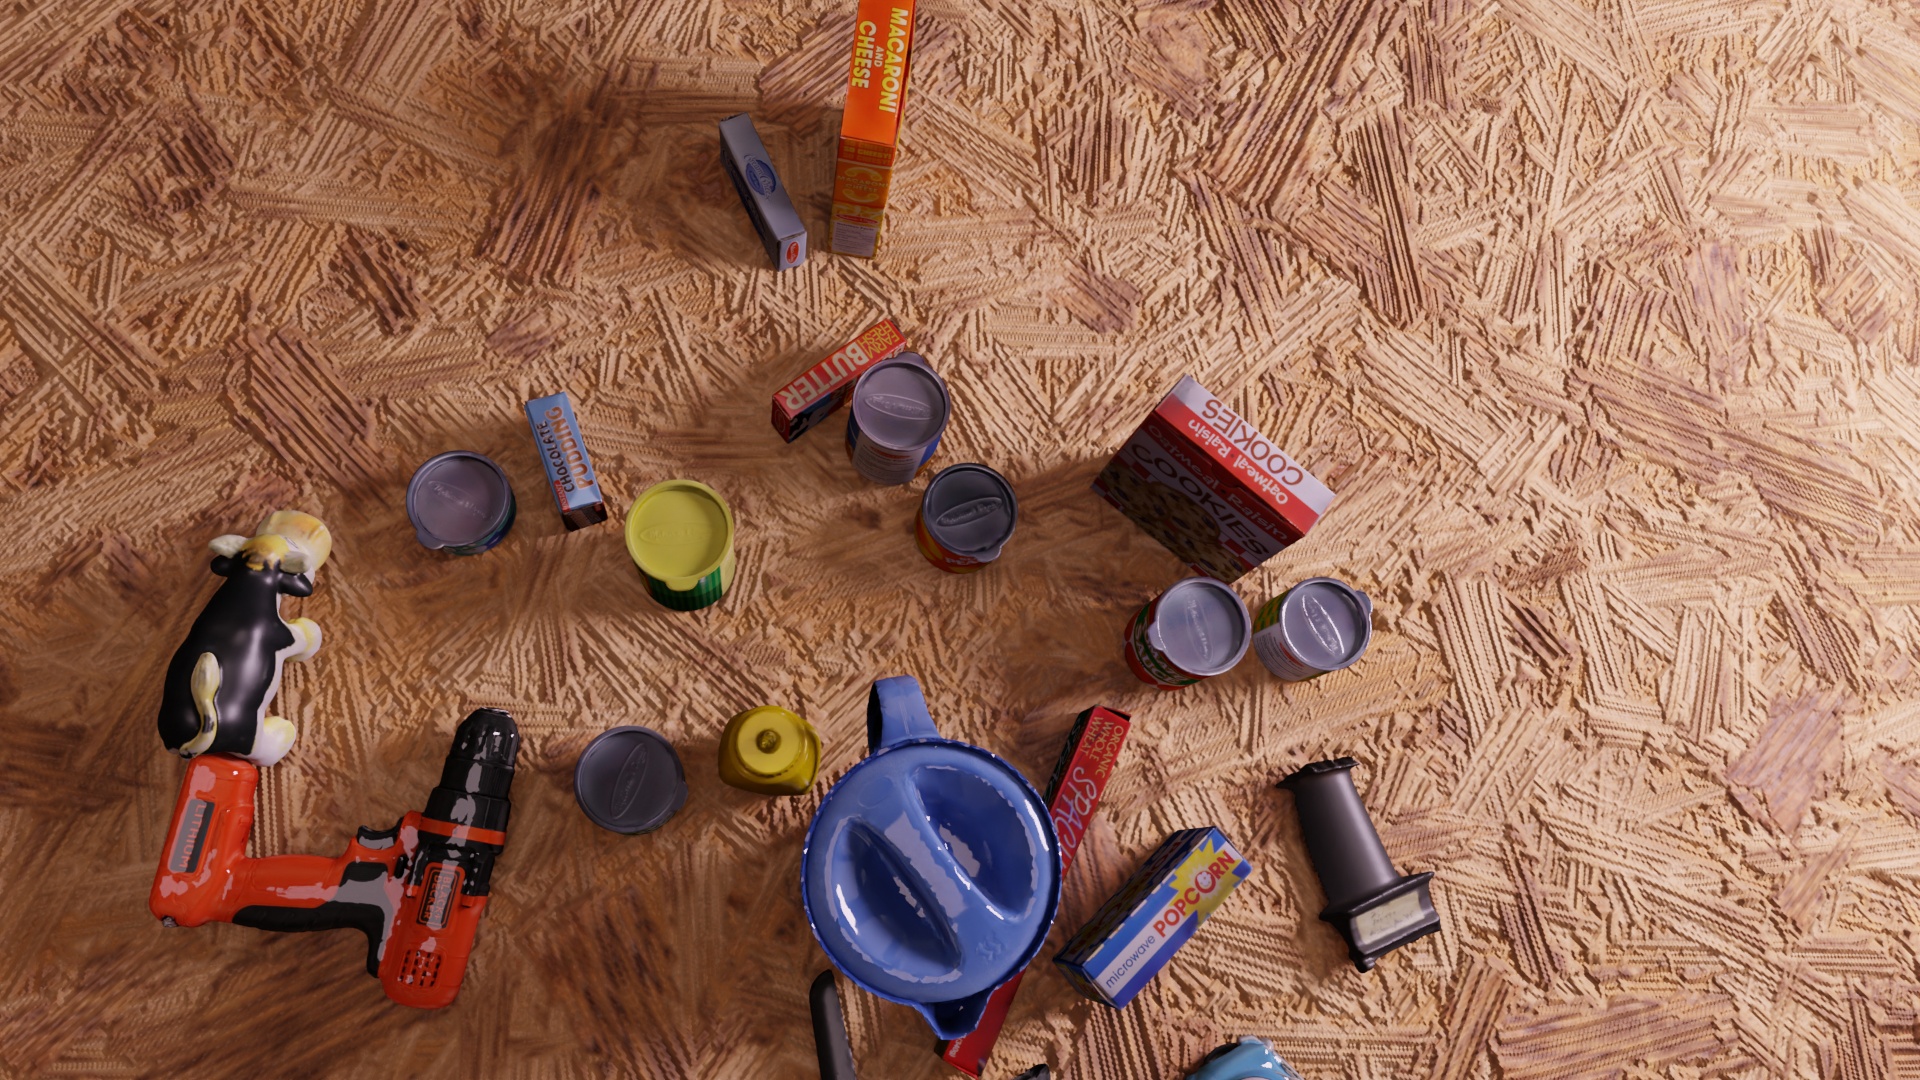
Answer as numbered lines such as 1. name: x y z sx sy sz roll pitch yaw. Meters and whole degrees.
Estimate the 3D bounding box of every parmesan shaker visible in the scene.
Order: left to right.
1. parmesan shaker: -0.181 0.008 0.905 0.071 0.103 0.071 2 76 -8

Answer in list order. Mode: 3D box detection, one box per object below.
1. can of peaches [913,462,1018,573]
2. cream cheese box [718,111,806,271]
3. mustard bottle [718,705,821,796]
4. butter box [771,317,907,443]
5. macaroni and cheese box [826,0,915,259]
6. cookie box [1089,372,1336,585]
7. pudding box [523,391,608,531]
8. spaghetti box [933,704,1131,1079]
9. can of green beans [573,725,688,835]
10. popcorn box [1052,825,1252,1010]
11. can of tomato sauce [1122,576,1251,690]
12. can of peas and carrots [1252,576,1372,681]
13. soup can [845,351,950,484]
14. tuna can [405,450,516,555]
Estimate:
1. can of peaches: 0.003 -0.012 0.962 0.071 0.058 0.071 2 75 -8
2. cream cheese box: -0.144 -0.251 1.004 0.024 0.053 0.104 -24 80 -14
3. mustard bottle: -0.117 0.129 0.854 0.065 0.159 0.049 9 75 -6
4. butter box: -0.086 -0.113 0.977 0.104 0.053 0.024 -37 84 -16
5. macaroni and cheese box: -0.063 -0.289 0.968 0.040 0.166 0.124 8 75 -7
6. cookie box: 0.163 -0.033 0.935 0.123 0.167 0.040 39 74 2
7. pudding box: -0.266 -0.053 0.936 0.030 0.049 0.084 -19 79 -13
8. spaghetti box: 0.049 0.224 0.912 0.029 0.050 0.251 26 73 -1
9. can of green beans: -0.210 0.154 0.886 0.071 0.057 0.071 2 75 -8
10. popcorn box: 0.123 0.243 0.900 0.127 0.085 0.038 -42 85 -16
11. can of tomato sauce: 0.151 0.067 0.951 0.071 0.083 0.071 2 76 -8
12. can of peas and carrots: 0.249 0.062 0.980 0.071 0.058 0.071 2 75 -8
13. soup can: -0.044 -0.083 0.960 0.071 0.083 0.071 2 76 -8
14. tuna can: -0.333 -0.022 0.926 0.071 0.032 0.071 2 75 -8
